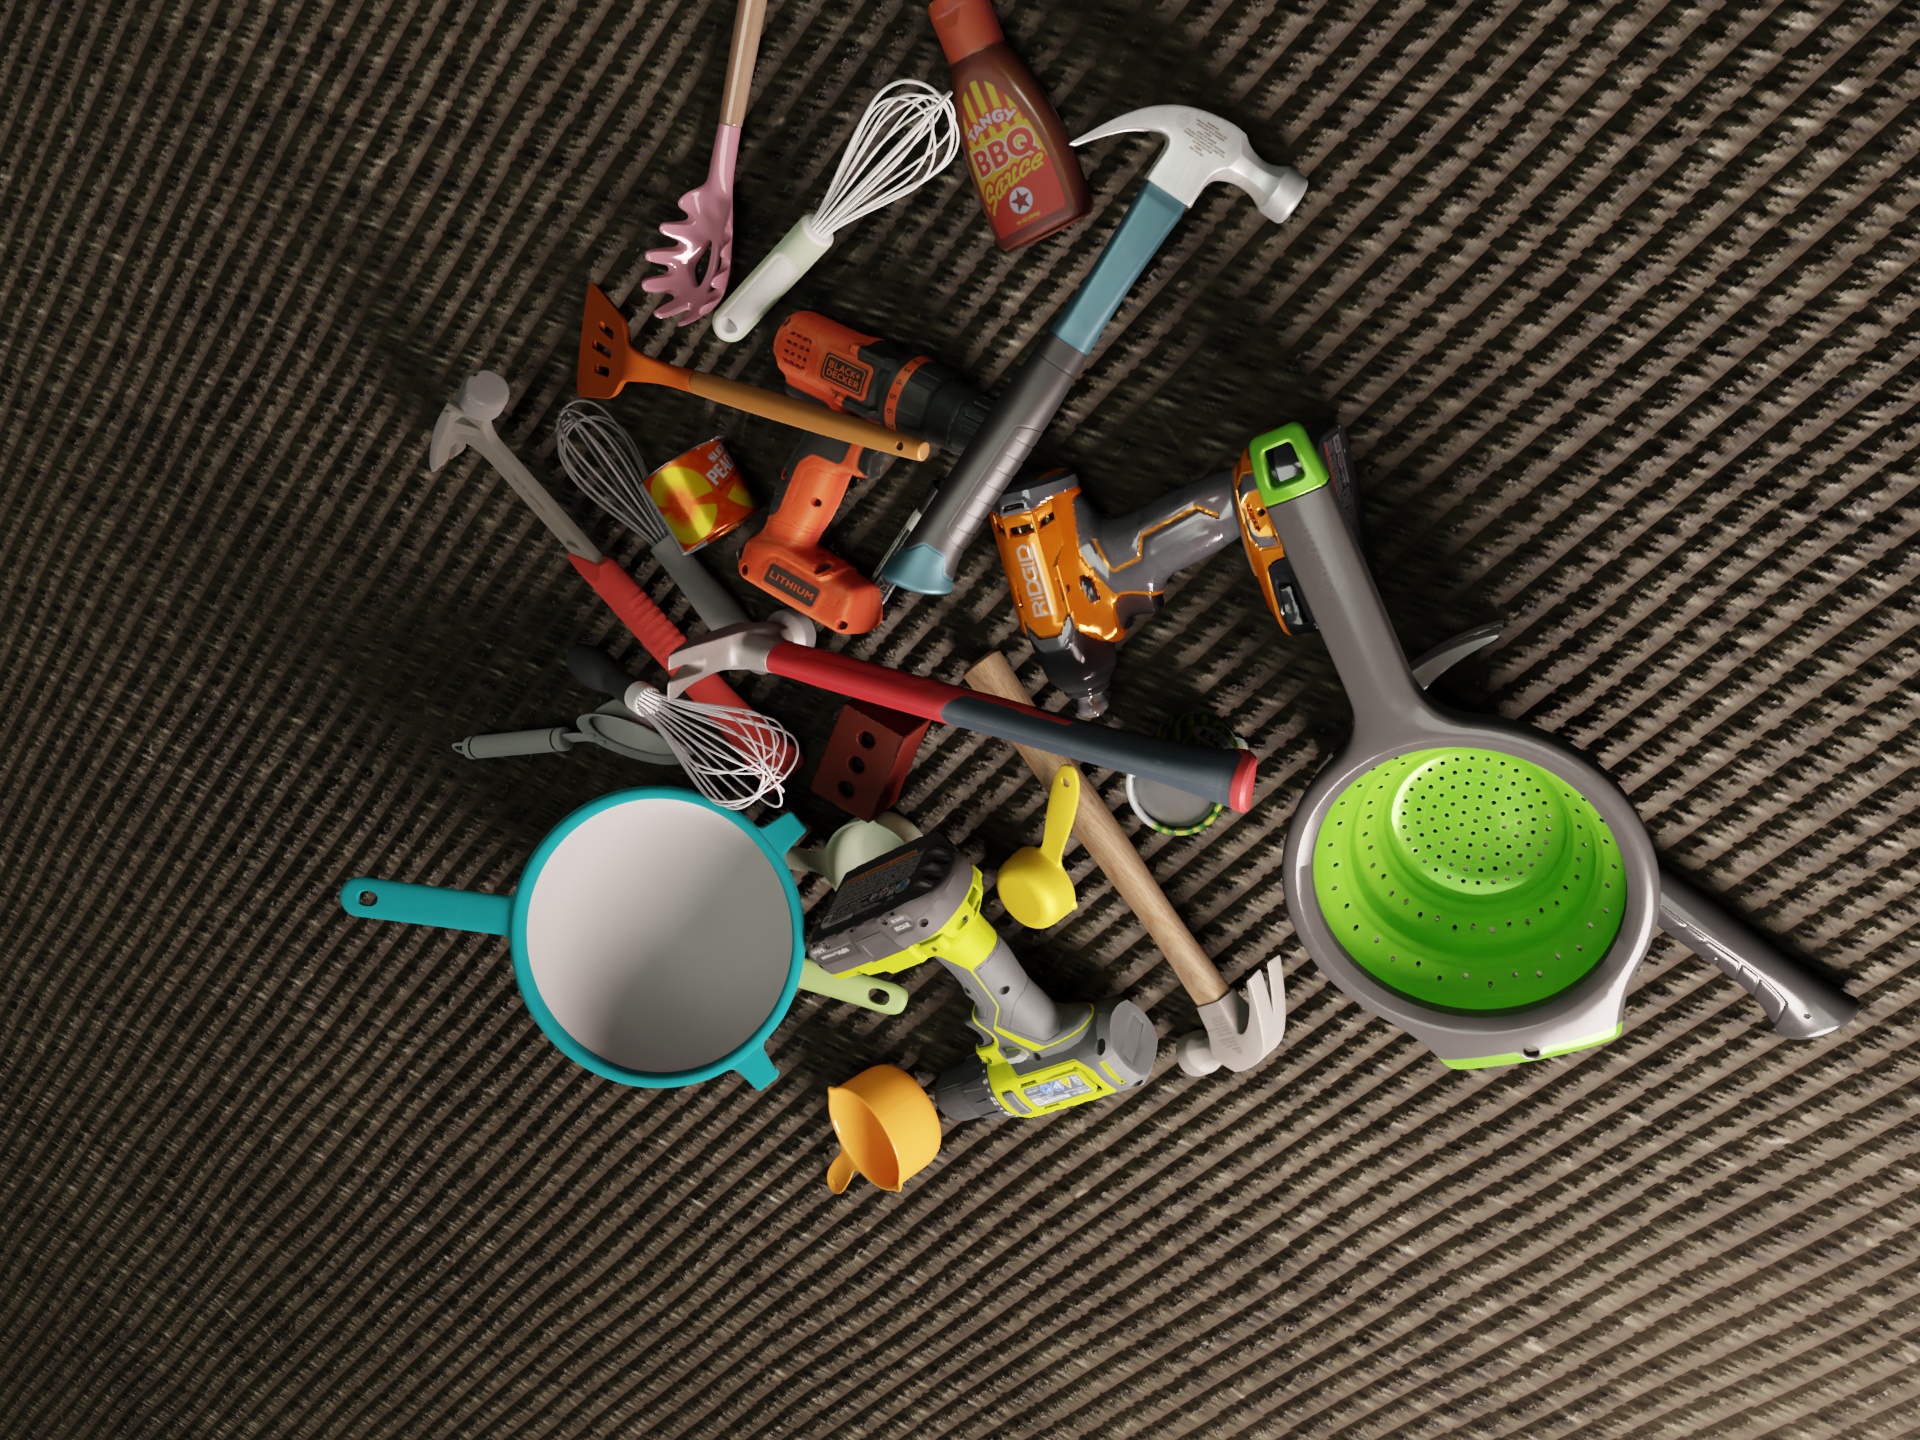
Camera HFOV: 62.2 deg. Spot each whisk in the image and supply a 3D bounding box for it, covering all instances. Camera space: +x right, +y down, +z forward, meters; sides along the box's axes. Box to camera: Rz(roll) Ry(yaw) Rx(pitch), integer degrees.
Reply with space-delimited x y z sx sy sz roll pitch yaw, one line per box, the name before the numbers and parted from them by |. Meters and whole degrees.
whisk | -0.207 -0.004 1.115 0.285 0.070 0.070 26 121 45
whisk | -0.086 -0.315 1.007 0.057 0.059 0.246 42 133 -16
whisk | -0.211 -0.130 1.146 0.055 0.055 0.239 -34 98 29

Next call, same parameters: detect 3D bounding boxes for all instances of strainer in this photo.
strainer | -0.162 0.176 1.229 0.256 0.069 0.151 16 95 3
strainer | -0.304 0.011 1.239 0.258 0.050 0.086 -5 150 30
strainer | -0.271 0.144 1.156 0.340 0.095 0.211 6 91 7

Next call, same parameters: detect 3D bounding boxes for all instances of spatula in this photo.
spatula | -0.150 -0.218 1.049 0.323 0.041 0.081 22 111 28

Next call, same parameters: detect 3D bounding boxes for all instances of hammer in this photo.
hammer | 0.108 0.093 1.079 0.331 0.031 0.130 55 147 2
hammer | 0.058 -0.212 0.948 0.128 0.033 0.331 33 105 -7
hammer | -0.002 -0.003 1.015 0.386 0.143 0.038 16 113 26
hammer | 0.394 0.077 0.966 0.335 0.035 0.146 37 119 7
hammer | -0.249 -0.089 1.163 0.359 0.037 0.149 49 151 -7

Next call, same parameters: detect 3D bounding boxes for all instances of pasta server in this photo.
pasta server | -0.147 -0.410 1.018 0.060 0.040 0.316 27 117 24

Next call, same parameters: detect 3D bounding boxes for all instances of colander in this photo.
colander | 0.263 0.007 0.916 0.204 0.094 0.397 -19 104 29

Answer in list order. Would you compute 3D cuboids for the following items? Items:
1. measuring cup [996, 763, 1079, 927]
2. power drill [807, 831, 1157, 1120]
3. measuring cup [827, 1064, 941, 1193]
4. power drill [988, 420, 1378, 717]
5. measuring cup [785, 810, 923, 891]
measuring cup | 0.056 0.087 1.084 0.062 0.029 0.156 38 144 24
power drill | 0.002 0.199 1.131 0.190 0.080 0.228 -27 114 38
measuring cup | -0.067 0.331 1.253 0.095 0.052 0.173 52 147 18
power drill | 0.136 -0.090 0.992 0.226 0.084 0.164 -8 106 30
measuring cup | -0.098 0.098 1.185 0.168 0.038 0.083 6 111 25
